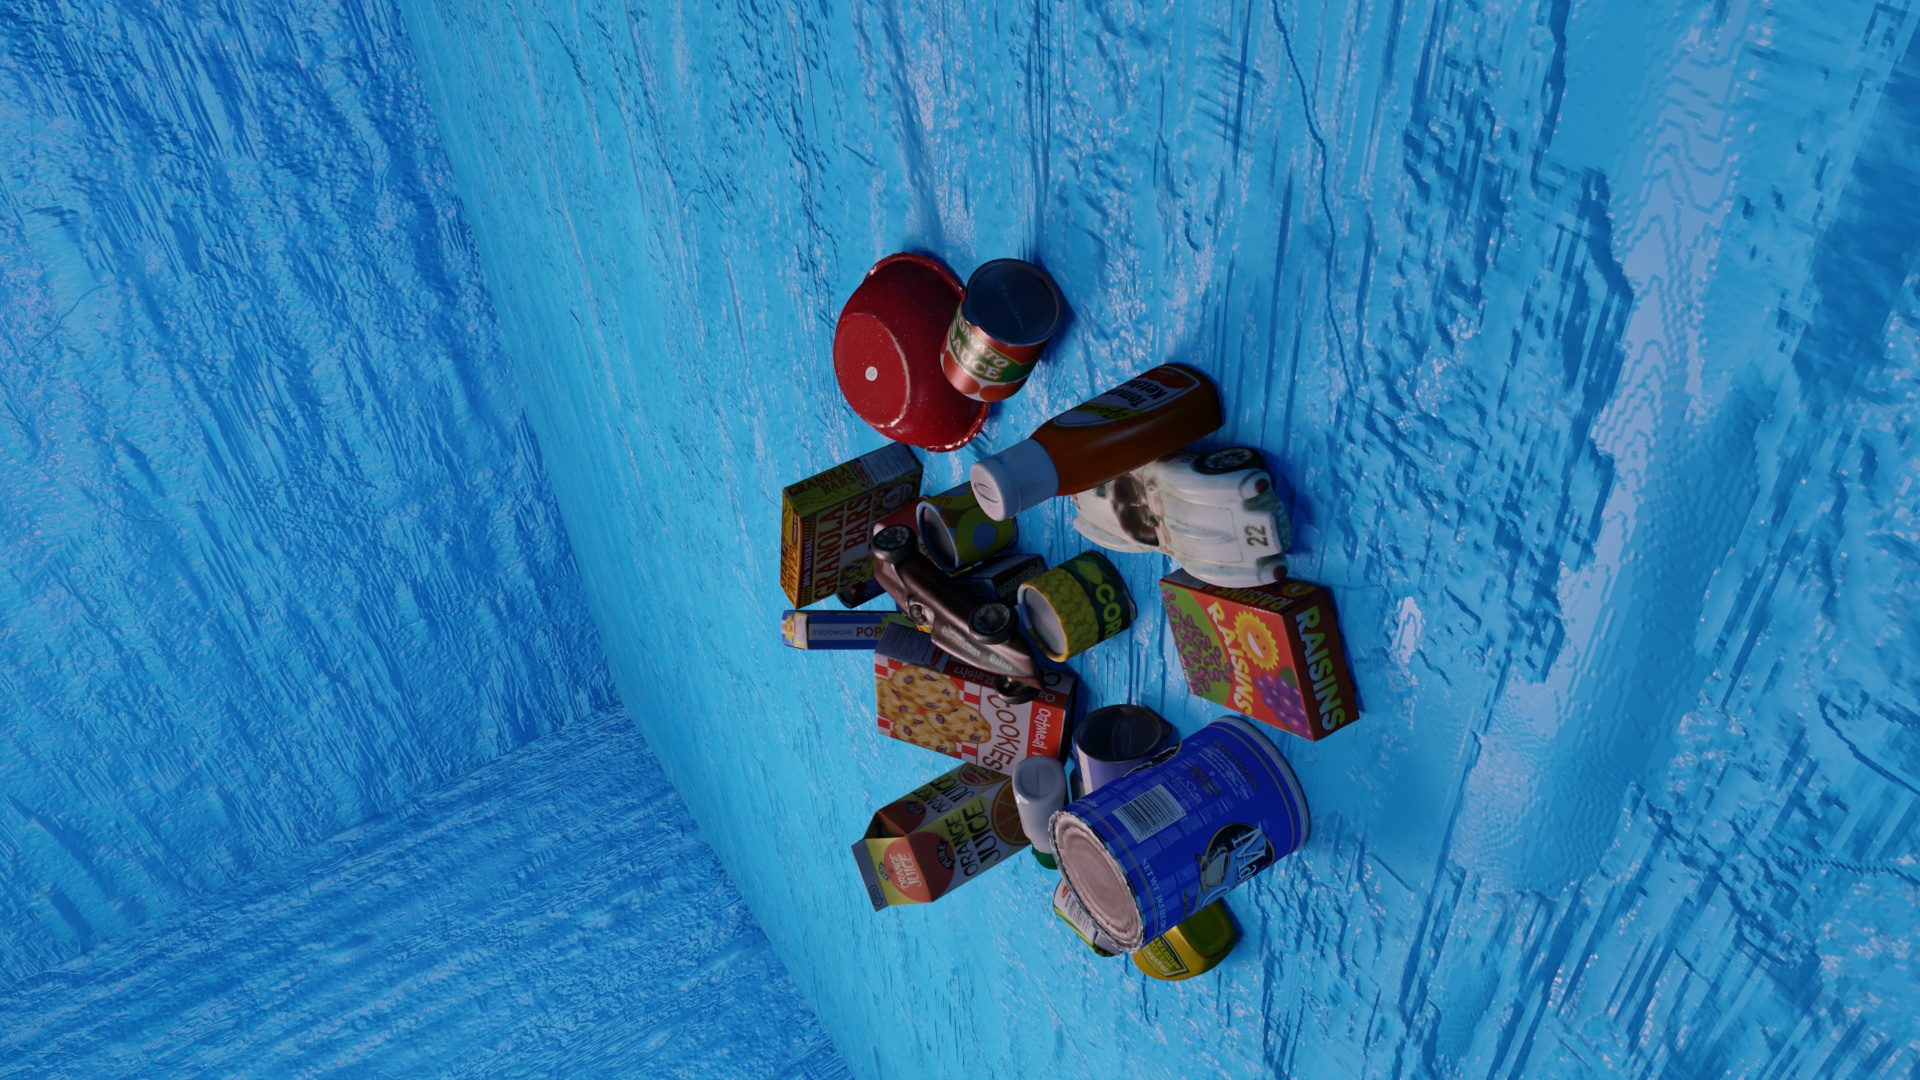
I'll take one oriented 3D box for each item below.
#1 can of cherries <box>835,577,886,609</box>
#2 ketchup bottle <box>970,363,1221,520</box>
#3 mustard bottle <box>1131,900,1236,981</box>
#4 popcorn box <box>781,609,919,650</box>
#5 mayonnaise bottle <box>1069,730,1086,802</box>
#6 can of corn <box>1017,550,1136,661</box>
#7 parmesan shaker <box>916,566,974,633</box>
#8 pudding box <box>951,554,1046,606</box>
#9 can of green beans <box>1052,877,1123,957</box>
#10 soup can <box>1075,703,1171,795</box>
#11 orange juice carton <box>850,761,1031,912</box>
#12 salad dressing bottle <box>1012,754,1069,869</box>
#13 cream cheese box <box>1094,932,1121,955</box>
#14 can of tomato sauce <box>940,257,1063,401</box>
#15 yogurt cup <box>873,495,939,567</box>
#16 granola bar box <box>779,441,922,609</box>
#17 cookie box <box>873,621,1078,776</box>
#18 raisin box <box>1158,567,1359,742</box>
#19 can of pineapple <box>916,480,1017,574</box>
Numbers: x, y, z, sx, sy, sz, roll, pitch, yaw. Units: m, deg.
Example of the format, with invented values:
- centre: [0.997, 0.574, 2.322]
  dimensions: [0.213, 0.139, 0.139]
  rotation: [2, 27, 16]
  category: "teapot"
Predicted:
- centre: [-0.101, 0.027, 1.413]
  dimensions: [0.072, 0.058, 0.071]
  rotation: [48, 153, 35]
  category: "can of cherries"
- centre: [0.077, -0.056, 0.807]
  dimensions: [0.065, 0.149, 0.043]
  rotation: [29, 140, 55]
  category: "ketchup bottle"
- centre: [0.171, 0.326, 1.125]
  dimensions: [0.065, 0.049, 0.159]
  rotation: [54, 155, 17]
  category: "mustard bottle"
- centre: [-0.109, 0.090, 1.404]
  dimensions: [0.085, 0.127, 0.038]
  rotation: [177, 94, -66]
  category: "popcorn box"
- centre: [0.117, 0.218, 1.147]
  dimensions: [0.065, 0.041, 0.147]
  rotation: [46, 151, 52]
  category: "mayonnaise bottle"
- centre: [0.085, 0.050, 1.020]
  dimensions: [0.071, 0.058, 0.070]
  rotation: [48, 153, 35]
  category: "can of corn"
- centre: [-0.001, 0.082, 1.233]
  dimensions: [0.071, 0.071, 0.103]
  rotation: [8, 121, 64]
  category: "parmesan shaker"
- centre: [0.032, 0.034, 1.133]
  dimensions: [0.083, 0.050, 0.030]
  rotation: [-2, 113, 65]
  category: "pudding box"
- centre: [0.123, 0.316, 1.201]
  dimensions: [0.058, 0.071, 0.071]
  rotation: [37, 145, 48]
  category: "can of green beans"
- centre: [0.128, 0.176, 1.050]
  dimensions: [0.071, 0.071, 0.083]
  rotation: [35, 144, 51]
  category: "soup can"
- centre: [-0.006, 0.262, 1.265]
  dimensions: [0.073, 0.193, 0.071]
  rotation: [16, 128, 62]
  category: "orange juice carton"
- centre: [0.073, 0.234, 1.178]
  dimensions: [0.147, 0.044, 0.064]
  rotation: [76, -169, -54]
  category: "salad dressing bottle"
- centre: [0.140, 0.279, 1.109]
  dimensions: [0.024, 0.054, 0.103]
  rotation: [25, 129, 9]
  category: "cream cheese box"
- centre: [0.025, -0.140, 0.941]
  dimensions: [0.071, 0.071, 0.082]
  rotation: [60, 158, 13]
  category: "can of tomato sauce"
- centre: [-0.043, 0.000, 1.260]
  dimensions: [0.072, 0.054, 0.072]
  rotation: [48, 152, 37]
  category: "yogurt cup"
- centre: [-0.104, -0.011, 1.293]
  dimensions: [0.039, 0.124, 0.164]
  rotation: [56, 156, 24]
  category: "granola bar box"
- centre: [0.012, 0.141, 1.184]
  dimensions: [0.167, 0.040, 0.122]
  rotation: [16, 140, 12]
  category: "cookie box"
- centre: [0.180, 0.064, 0.847]
  dimensions: [0.123, 0.040, 0.086]
  rotation: [17, 127, 63]
  category: "raisin box"
- centre: [0.004, -0.014, 1.135]
  dimensions: [0.071, 0.058, 0.070]
  rotation: [48, 152, 36]
  category: "can of pineapple"
